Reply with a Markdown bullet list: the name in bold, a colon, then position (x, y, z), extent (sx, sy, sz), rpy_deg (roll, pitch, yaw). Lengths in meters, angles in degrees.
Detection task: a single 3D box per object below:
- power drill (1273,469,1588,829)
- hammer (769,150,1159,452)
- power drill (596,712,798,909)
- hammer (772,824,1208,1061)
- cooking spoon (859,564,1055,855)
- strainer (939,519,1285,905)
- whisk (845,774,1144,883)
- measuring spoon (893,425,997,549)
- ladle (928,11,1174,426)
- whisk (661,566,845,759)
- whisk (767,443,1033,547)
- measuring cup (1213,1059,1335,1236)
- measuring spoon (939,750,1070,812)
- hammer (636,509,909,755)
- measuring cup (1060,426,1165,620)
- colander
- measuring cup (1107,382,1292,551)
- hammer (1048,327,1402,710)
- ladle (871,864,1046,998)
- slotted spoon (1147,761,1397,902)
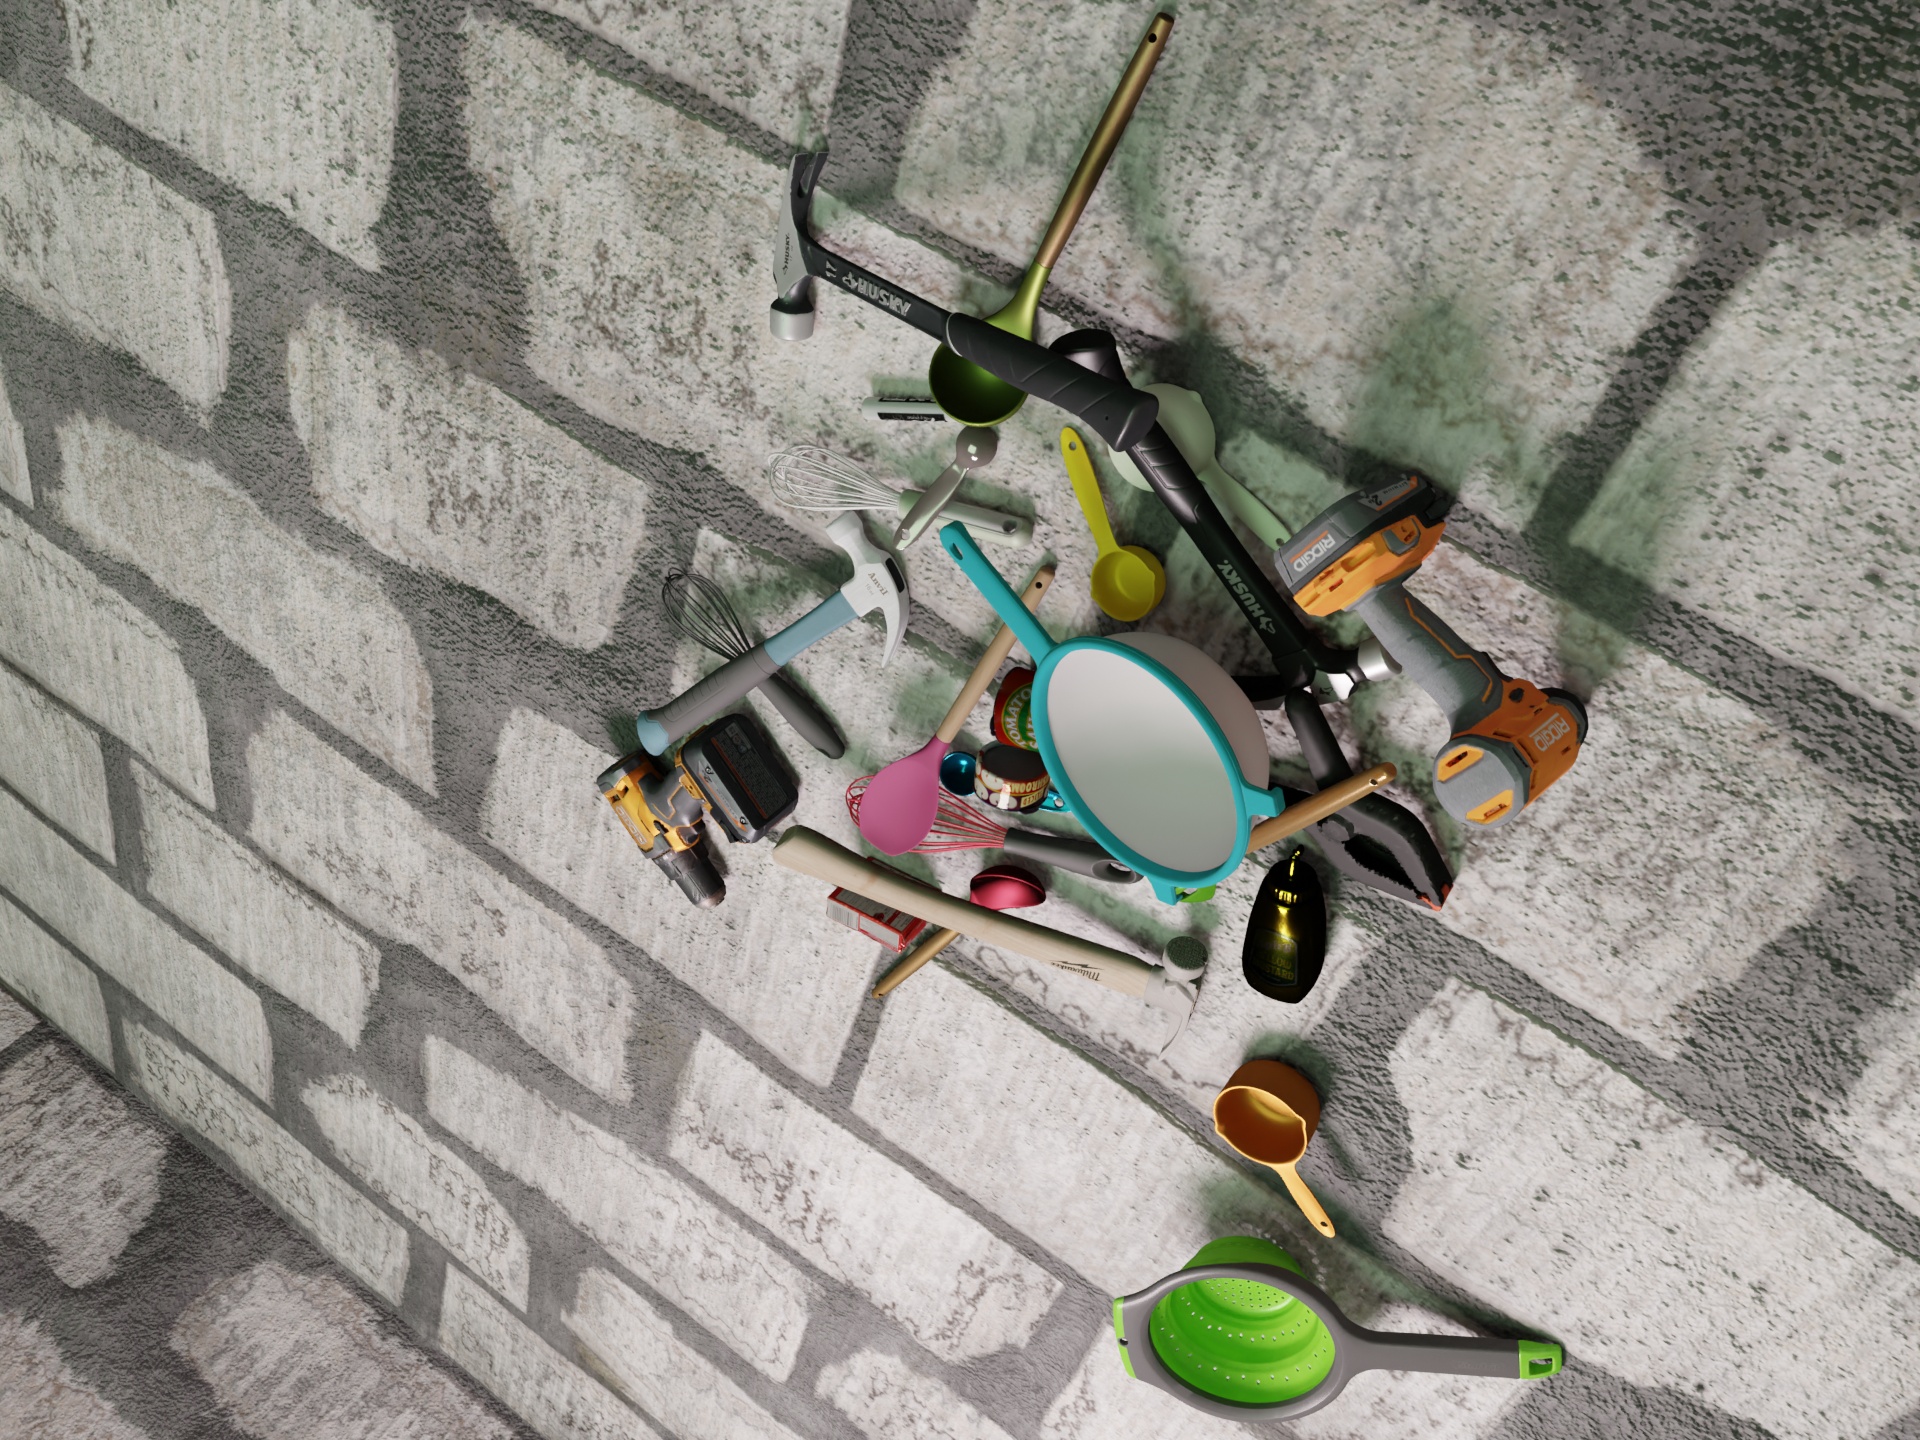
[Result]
- **power drill**: position (0.326, -0.051, 1.059), extent (0.226, 0.164, 0.084), rpy_deg (56, 135, 9)
- **hammer**: position (-0.011, -0.286, 1.131), extent (0.409, 0.036, 0.149), rpy_deg (36, 133, 38)
- **power drill**: position (-0.260, 0.099, 1.617), extent (0.226, 0.084, 0.185), rpy_deg (-22, 104, 47)
- **hammer**: position (0.018, 0.190, 1.452), extent (0.411, 0.038, 0.146), rpy_deg (19, 136, 14)
- **cooking spoon**: position (-0.002, -0.004, 1.355), extent (0.069, 0.017, 0.318), rpy_deg (36, 120, 7)
- **strainer**: position (0.119, -0.035, 1.207), extent (0.340, 0.095, 0.211), rpy_deg (51, 149, 12)
- **whisk**: position (0.025, 0.102, 1.430), extent (0.296, 0.073, 0.073), rpy_deg (12, 125, 22)
- **measuring spoon**: position (-0.017, -0.183, 1.262), extent (0.034, 0.018, 0.124), rpy_deg (43, 108, 10)
- **ladle**: position (0.065, -0.340, 1.112), extent (0.078, 0.062, 0.320), rpy_deg (37, 131, 7)
- **whisk**: position (-0.193, -0.052, 1.494), extent (0.239, 0.055, 0.055), rpy_deg (46, 134, -5)
- **whisk**: position (-0.053, -0.181, 1.308), extent (0.246, 0.058, 0.059), rpy_deg (17, 162, 21)
- **measuring cup**: position (0.296, 0.378, 1.416), extent (0.095, 0.052, 0.173), rpy_deg (-22, 106, 42)
- **measuring spoon**: position (0.043, 0.057, 1.416), extent (0.129, 0.021, 0.042), rpy_deg (16, 114, 16)
- **hammer**: position (-0.179, -0.056, 1.441), extent (0.331, 0.033, 0.128), rpy_deg (-30, 102, 31)
- **measuring cup**: position (0.114, -0.153, 1.225), extent (0.062, 0.029, 0.156), rpy_deg (-17, 96, 41)
- **colander**: position (0.347, 0.555, 1.483), extent (0.397, 0.094, 0.204), rpy_deg (-3, 117, 17)
- **measuring cup**: position (0.175, -0.172, 1.151), extent (0.167, 0.038, 0.083), rpy_deg (44, 134, 6)
- **hammer**: position (0.170, -0.139, 1.138), extent (0.146, 0.035, 0.334), rpy_deg (-21, 117, 44)
- **ladle**: position (-0.013, 0.209, 1.543), extent (0.069, 0.031, 0.315), rpy_deg (26, 140, -17)
- **slotted spoon**: position (0.232, 0.089, 1.241), extent (0.070, 0.031, 0.313), rpy_deg (44, 146, -5)
